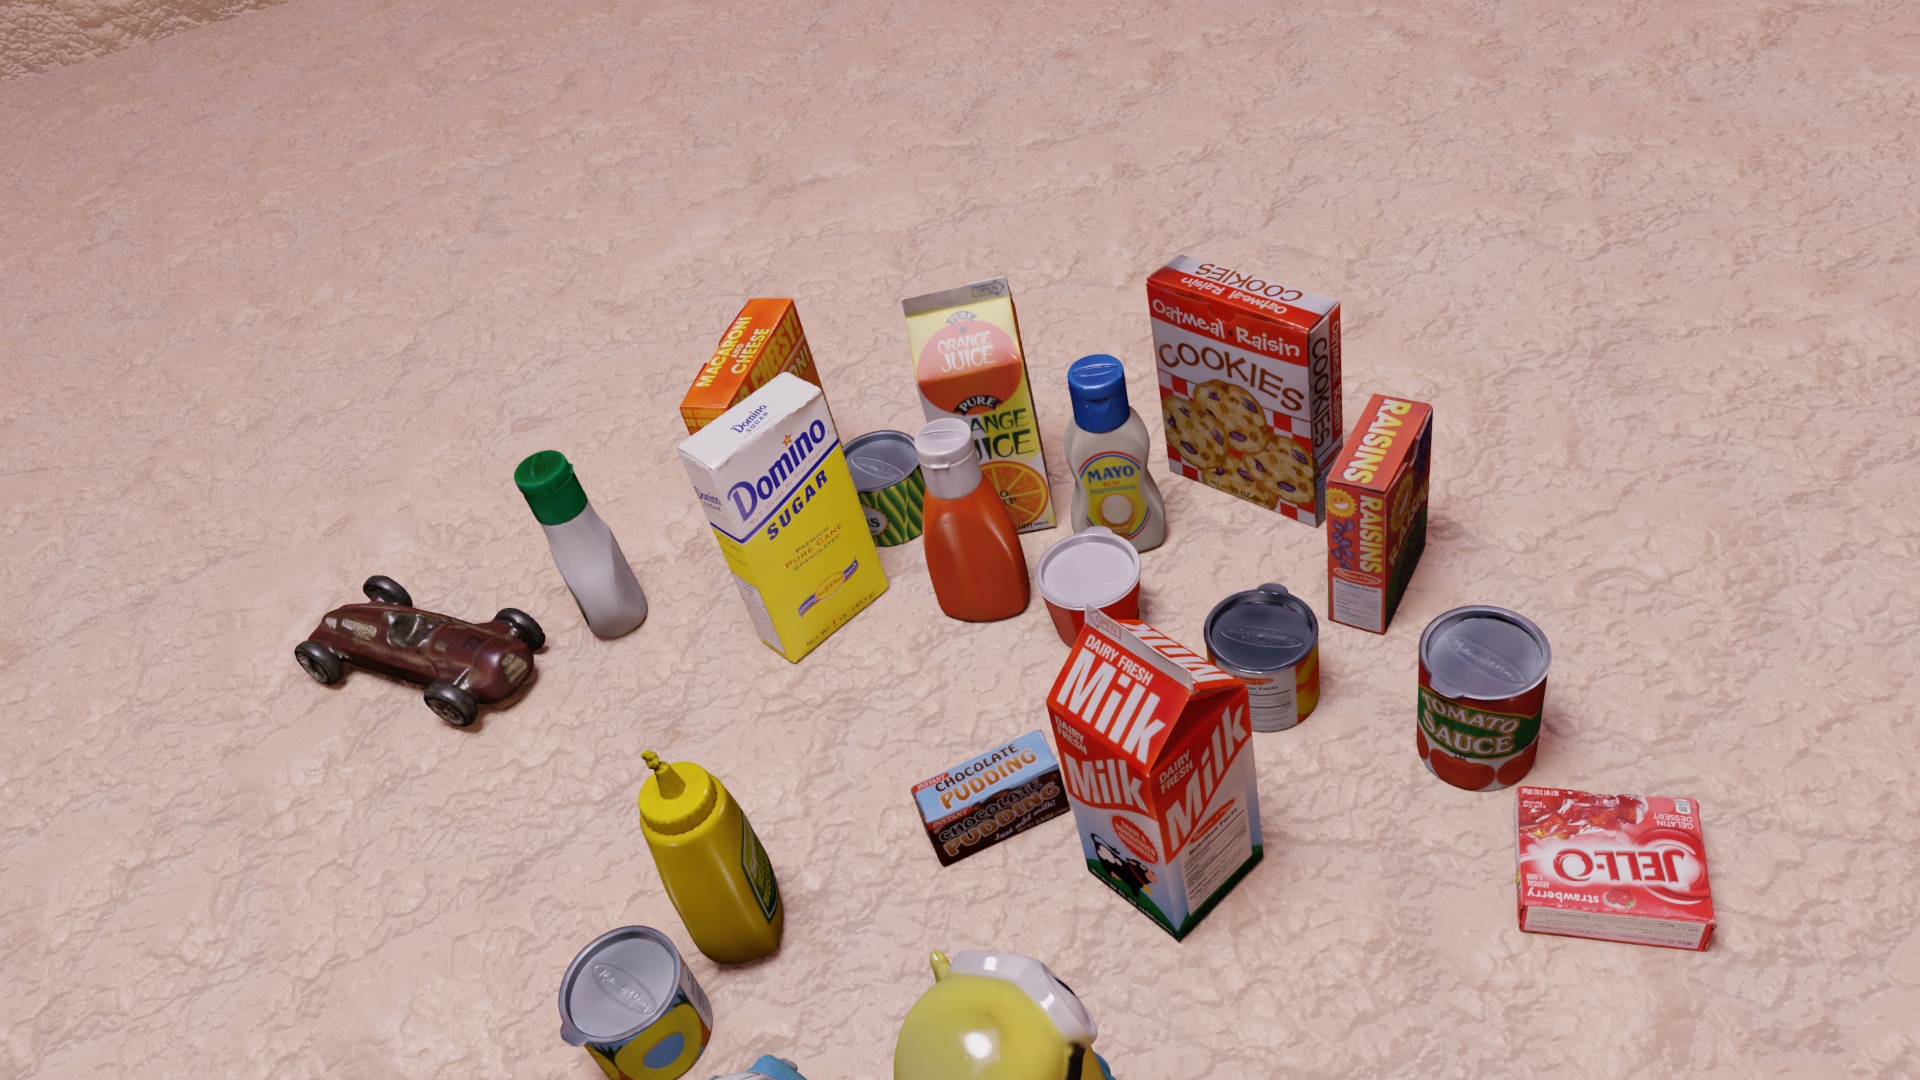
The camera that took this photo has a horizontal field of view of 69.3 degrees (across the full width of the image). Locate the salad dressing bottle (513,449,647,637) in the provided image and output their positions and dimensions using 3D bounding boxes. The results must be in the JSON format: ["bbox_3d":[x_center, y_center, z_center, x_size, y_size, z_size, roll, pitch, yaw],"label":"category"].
[{"bbox_3d":[-0.262,0.003,0.961,0.044,0.147,0.064,-18,42,-3],"label":"salad dressing bottle"}]

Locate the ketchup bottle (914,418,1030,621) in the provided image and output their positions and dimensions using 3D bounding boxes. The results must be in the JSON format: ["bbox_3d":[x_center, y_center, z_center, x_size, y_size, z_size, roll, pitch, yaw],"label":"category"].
[{"bbox_3d":[0.003,-0.011,0.901,0.065,0.148,0.044,-2,44,14],"label":"ketchup bottle"}]

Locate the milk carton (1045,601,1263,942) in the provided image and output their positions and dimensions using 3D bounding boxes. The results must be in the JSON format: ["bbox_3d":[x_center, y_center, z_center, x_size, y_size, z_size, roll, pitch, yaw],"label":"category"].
[{"bbox_3d":[0.100,0.112,0.711,0.074,0.189,0.072,-37,47,-22],"label":"milk carton"}]

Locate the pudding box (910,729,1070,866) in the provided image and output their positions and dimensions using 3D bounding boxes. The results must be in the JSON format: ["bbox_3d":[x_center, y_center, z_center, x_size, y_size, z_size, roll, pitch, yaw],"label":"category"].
[{"bbox_3d":[0.018,0.148,0.800,0.084,0.049,0.030,-23,43,-8],"label":"pudding box"}]

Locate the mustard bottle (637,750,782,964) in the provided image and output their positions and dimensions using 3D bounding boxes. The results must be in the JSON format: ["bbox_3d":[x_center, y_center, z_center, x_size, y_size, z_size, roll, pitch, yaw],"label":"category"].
[{"bbox_3d":[-0.137,0.164,0.745,0.049,0.159,0.065,-14,42,1],"label":"mustard bottle"}]

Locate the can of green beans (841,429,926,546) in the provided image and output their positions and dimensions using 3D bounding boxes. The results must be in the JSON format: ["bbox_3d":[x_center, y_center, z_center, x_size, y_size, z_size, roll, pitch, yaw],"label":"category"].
[{"bbox_3d":[-0.055,-0.038,1.013,0.071,0.057,0.071,-8,43,8],"label":"can of green beans"}]

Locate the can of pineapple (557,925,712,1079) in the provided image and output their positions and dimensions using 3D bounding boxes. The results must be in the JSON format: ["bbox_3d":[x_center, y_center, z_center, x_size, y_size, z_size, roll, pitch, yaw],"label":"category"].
[{"bbox_3d":[-0.174,0.250,0.740,0.071,0.057,0.071,-8,43,8],"label":"can of pineapple"}]

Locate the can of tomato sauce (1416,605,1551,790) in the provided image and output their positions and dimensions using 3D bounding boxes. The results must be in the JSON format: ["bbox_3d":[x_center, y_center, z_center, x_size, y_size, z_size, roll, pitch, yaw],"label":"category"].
[{"bbox_3d":[0.285,0.089,0.763,0.071,0.082,0.071,-8,43,8],"label":"can of tomato sauce"}]

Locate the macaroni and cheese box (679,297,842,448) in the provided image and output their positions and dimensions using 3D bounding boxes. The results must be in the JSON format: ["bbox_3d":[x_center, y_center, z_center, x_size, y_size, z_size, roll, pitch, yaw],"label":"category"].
[{"bbox_3d":[-0.135,-0.069,0.988,0.040,0.165,0.124,4,45,20],"label":"macaroni and cheese box"}]

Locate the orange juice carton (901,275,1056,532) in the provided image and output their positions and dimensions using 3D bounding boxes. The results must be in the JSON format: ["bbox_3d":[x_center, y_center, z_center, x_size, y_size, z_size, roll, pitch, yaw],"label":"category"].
[{"bbox_3d":[0.014,-0.094,0.953,0.072,0.191,0.073,-11,42,5],"label":"orange juice carton"}]

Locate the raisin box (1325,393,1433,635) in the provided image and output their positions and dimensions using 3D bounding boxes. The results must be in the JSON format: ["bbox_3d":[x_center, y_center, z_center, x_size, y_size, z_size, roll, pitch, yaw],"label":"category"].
[{"bbox_3d":[0.257,-0.015,0.852,0.040,0.122,0.086,16,51,30],"label":"raisin box"}]

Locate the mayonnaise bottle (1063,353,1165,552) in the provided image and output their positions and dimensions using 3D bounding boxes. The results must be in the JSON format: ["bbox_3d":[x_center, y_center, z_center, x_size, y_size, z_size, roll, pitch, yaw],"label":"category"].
[{"bbox_3d":[0.098,-0.054,0.920,0.065,0.147,0.041,-8,43,8],"label":"mayonnaise bottle"}]

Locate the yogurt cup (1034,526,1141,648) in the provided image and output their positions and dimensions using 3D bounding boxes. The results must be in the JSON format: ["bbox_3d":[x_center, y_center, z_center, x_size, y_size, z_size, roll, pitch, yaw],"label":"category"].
[{"bbox_3d":[0.085,0.036,0.897,0.072,0.053,0.073,-8,43,8],"label":"yogurt cup"}]

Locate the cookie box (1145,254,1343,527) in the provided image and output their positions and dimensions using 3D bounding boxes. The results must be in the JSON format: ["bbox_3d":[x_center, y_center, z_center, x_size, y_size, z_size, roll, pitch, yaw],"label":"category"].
[{"bbox_3d":[0.191,-0.099,0.926,0.123,0.166,0.040,26,56,36],"label":"cookie box"}]

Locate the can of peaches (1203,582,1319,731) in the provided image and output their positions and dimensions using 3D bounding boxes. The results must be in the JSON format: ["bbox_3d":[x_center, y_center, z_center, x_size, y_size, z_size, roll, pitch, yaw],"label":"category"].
[{"bbox_3d":[0.182,0.070,0.831,0.071,0.057,0.071,-8,43,8],"label":"can of peaches"}]
